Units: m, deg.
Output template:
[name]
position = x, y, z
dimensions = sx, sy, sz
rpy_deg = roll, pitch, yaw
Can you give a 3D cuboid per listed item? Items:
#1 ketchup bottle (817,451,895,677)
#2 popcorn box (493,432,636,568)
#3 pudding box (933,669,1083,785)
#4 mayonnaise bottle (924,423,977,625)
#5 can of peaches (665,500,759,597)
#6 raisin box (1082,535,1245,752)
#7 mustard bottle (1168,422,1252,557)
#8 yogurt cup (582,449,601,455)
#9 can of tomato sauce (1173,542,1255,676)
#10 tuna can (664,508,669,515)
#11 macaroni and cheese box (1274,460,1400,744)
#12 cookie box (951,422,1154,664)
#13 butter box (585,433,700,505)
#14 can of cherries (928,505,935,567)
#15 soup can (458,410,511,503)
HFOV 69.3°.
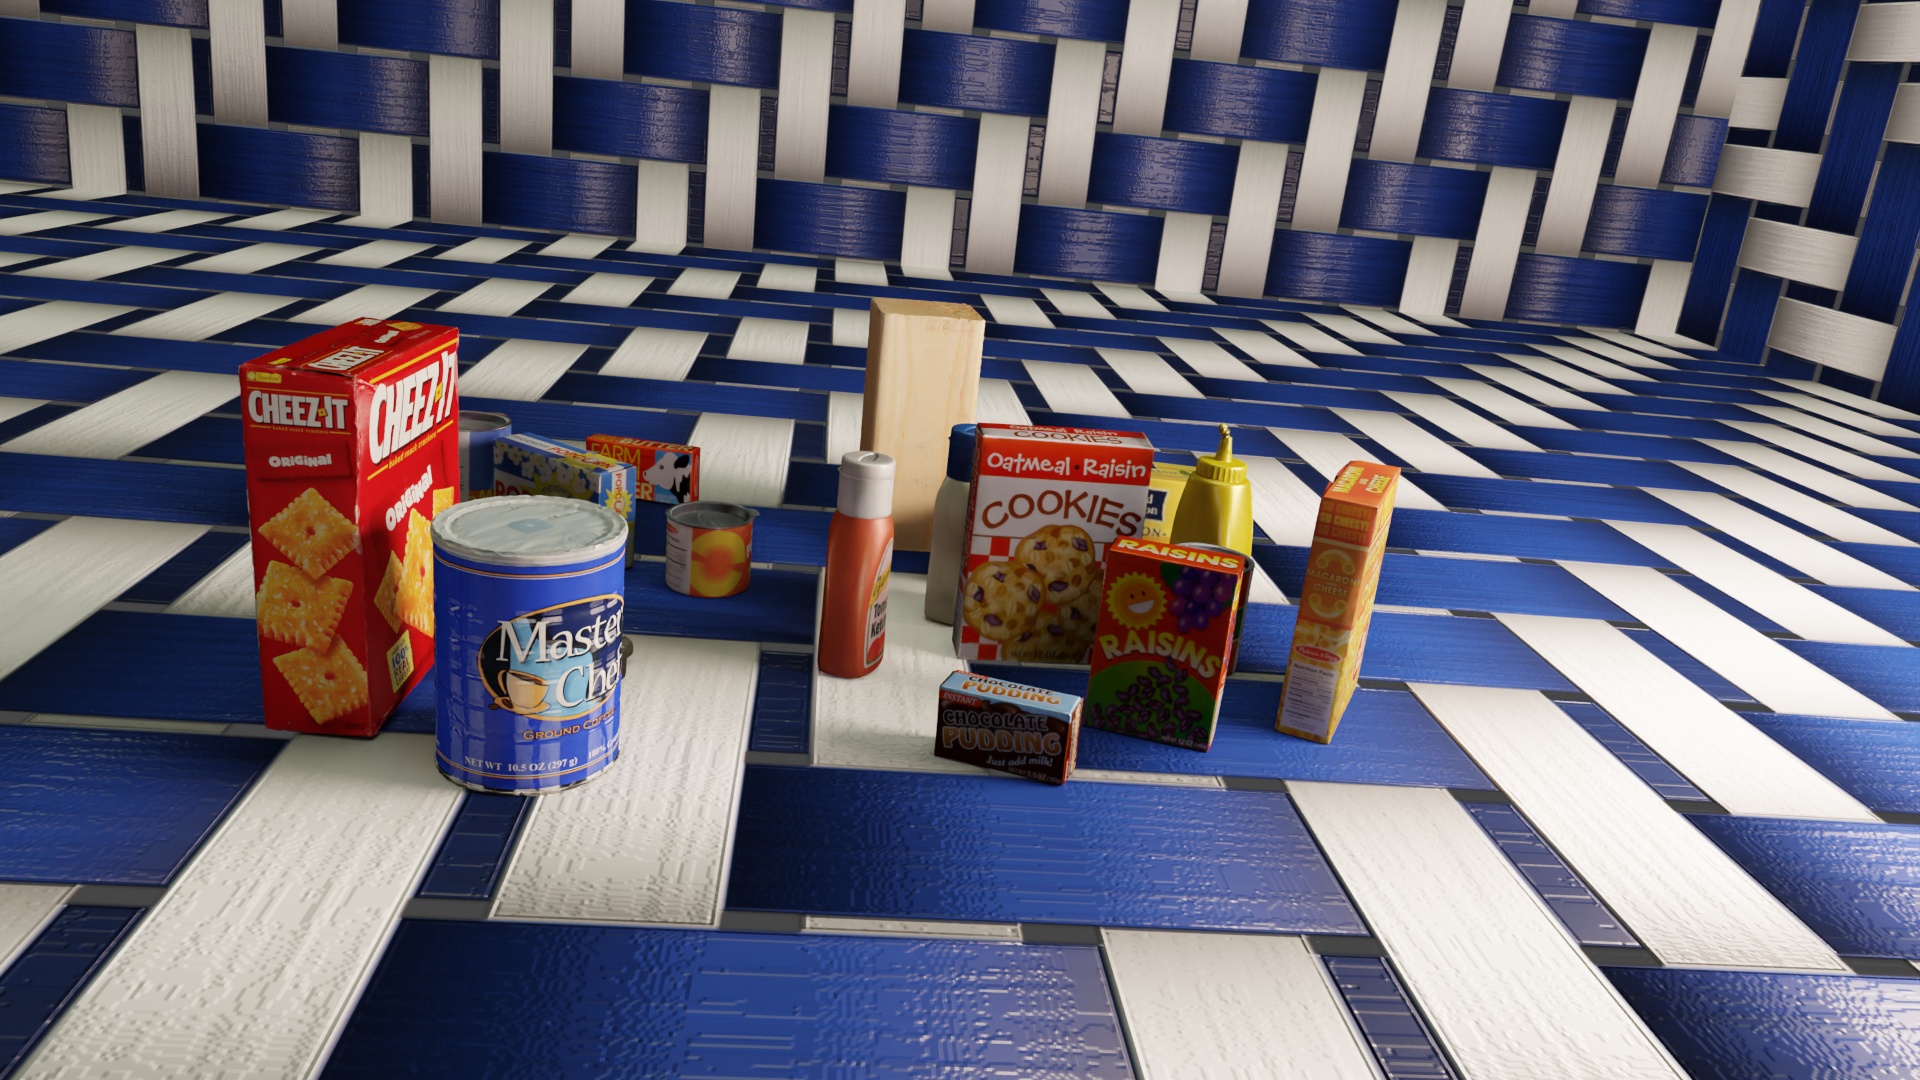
[ketchup bottle]
position = -0.069, 0.015, 0.943
dimensions = 0.043, 0.148, 0.065
rpy_deg = 9, 18, 10
[popcorn box]
position = -0.316, -0.030, 1.103
dimensions = 0.127, 0.085, 0.038
rpy_deg = 17, 21, 30
[pudding box]
position = 0.029, 0.112, 0.838
dimensions = 0.084, 0.049, 0.030
rpy_deg = 11, 18, 16
[mayonnaise bottle]
position = 0.004, -0.013, 1.053
dimensions = 0.041, 0.147, 0.065
rpy_deg = 14, 19, 23
[can of peaches]
position = -0.192, 0.006, 1.075
dimensions = 0.071, 0.058, 0.071
rpy_deg = 6, 18, -2
[raisin box]
position = 0.131, 0.065, 0.895
dimensions = 0.086, 0.123, 0.040
rpy_deg = 11, 18, 14
[mustard bottle]
position = 0.203, -0.016, 1.106
dimensions = 0.049, 0.159, 0.065
rpy_deg = -11, 25, -44
[yogurt cup]
position = -0.339, -0.045, 1.191
dimensions = 0.072, 0.053, 0.072
rpy_deg = 6, 18, -2
[can of tomato sauce]
position = 0.174, 0.051, 1.019
dimensions = 0.071, 0.082, 0.071
rpy_deg = 6, 18, -2
[tuna can]
position = -0.209, -0.007, 1.151
dimensions = 0.071, 0.032, 0.071
rpy_deg = 6, 18, -2
[macaroni and cheese box]
position = 0.259, 0.038, 0.951
dimensions = 0.040, 0.165, 0.124
rpy_deg = 13, 19, 21
[cookie box]
position = 0.064, 0.003, 0.992
dimensions = 0.123, 0.166, 0.040
rpy_deg = 3, 18, -9
[butter box]
position = -0.290, -0.065, 1.267
dimensions = 0.103, 0.053, 0.024
rpy_deg = 8, 18, 6
[can of cherries]
position = 0.010, 0.002, 1.153
dimensions = 0.071, 0.058, 0.072
rpy_deg = 6, 18, -2
[soup can]
position = -0.411, -0.062, 1.170
dimensions = 0.071, 0.083, 0.071
rpy_deg = 6, 18, -2
